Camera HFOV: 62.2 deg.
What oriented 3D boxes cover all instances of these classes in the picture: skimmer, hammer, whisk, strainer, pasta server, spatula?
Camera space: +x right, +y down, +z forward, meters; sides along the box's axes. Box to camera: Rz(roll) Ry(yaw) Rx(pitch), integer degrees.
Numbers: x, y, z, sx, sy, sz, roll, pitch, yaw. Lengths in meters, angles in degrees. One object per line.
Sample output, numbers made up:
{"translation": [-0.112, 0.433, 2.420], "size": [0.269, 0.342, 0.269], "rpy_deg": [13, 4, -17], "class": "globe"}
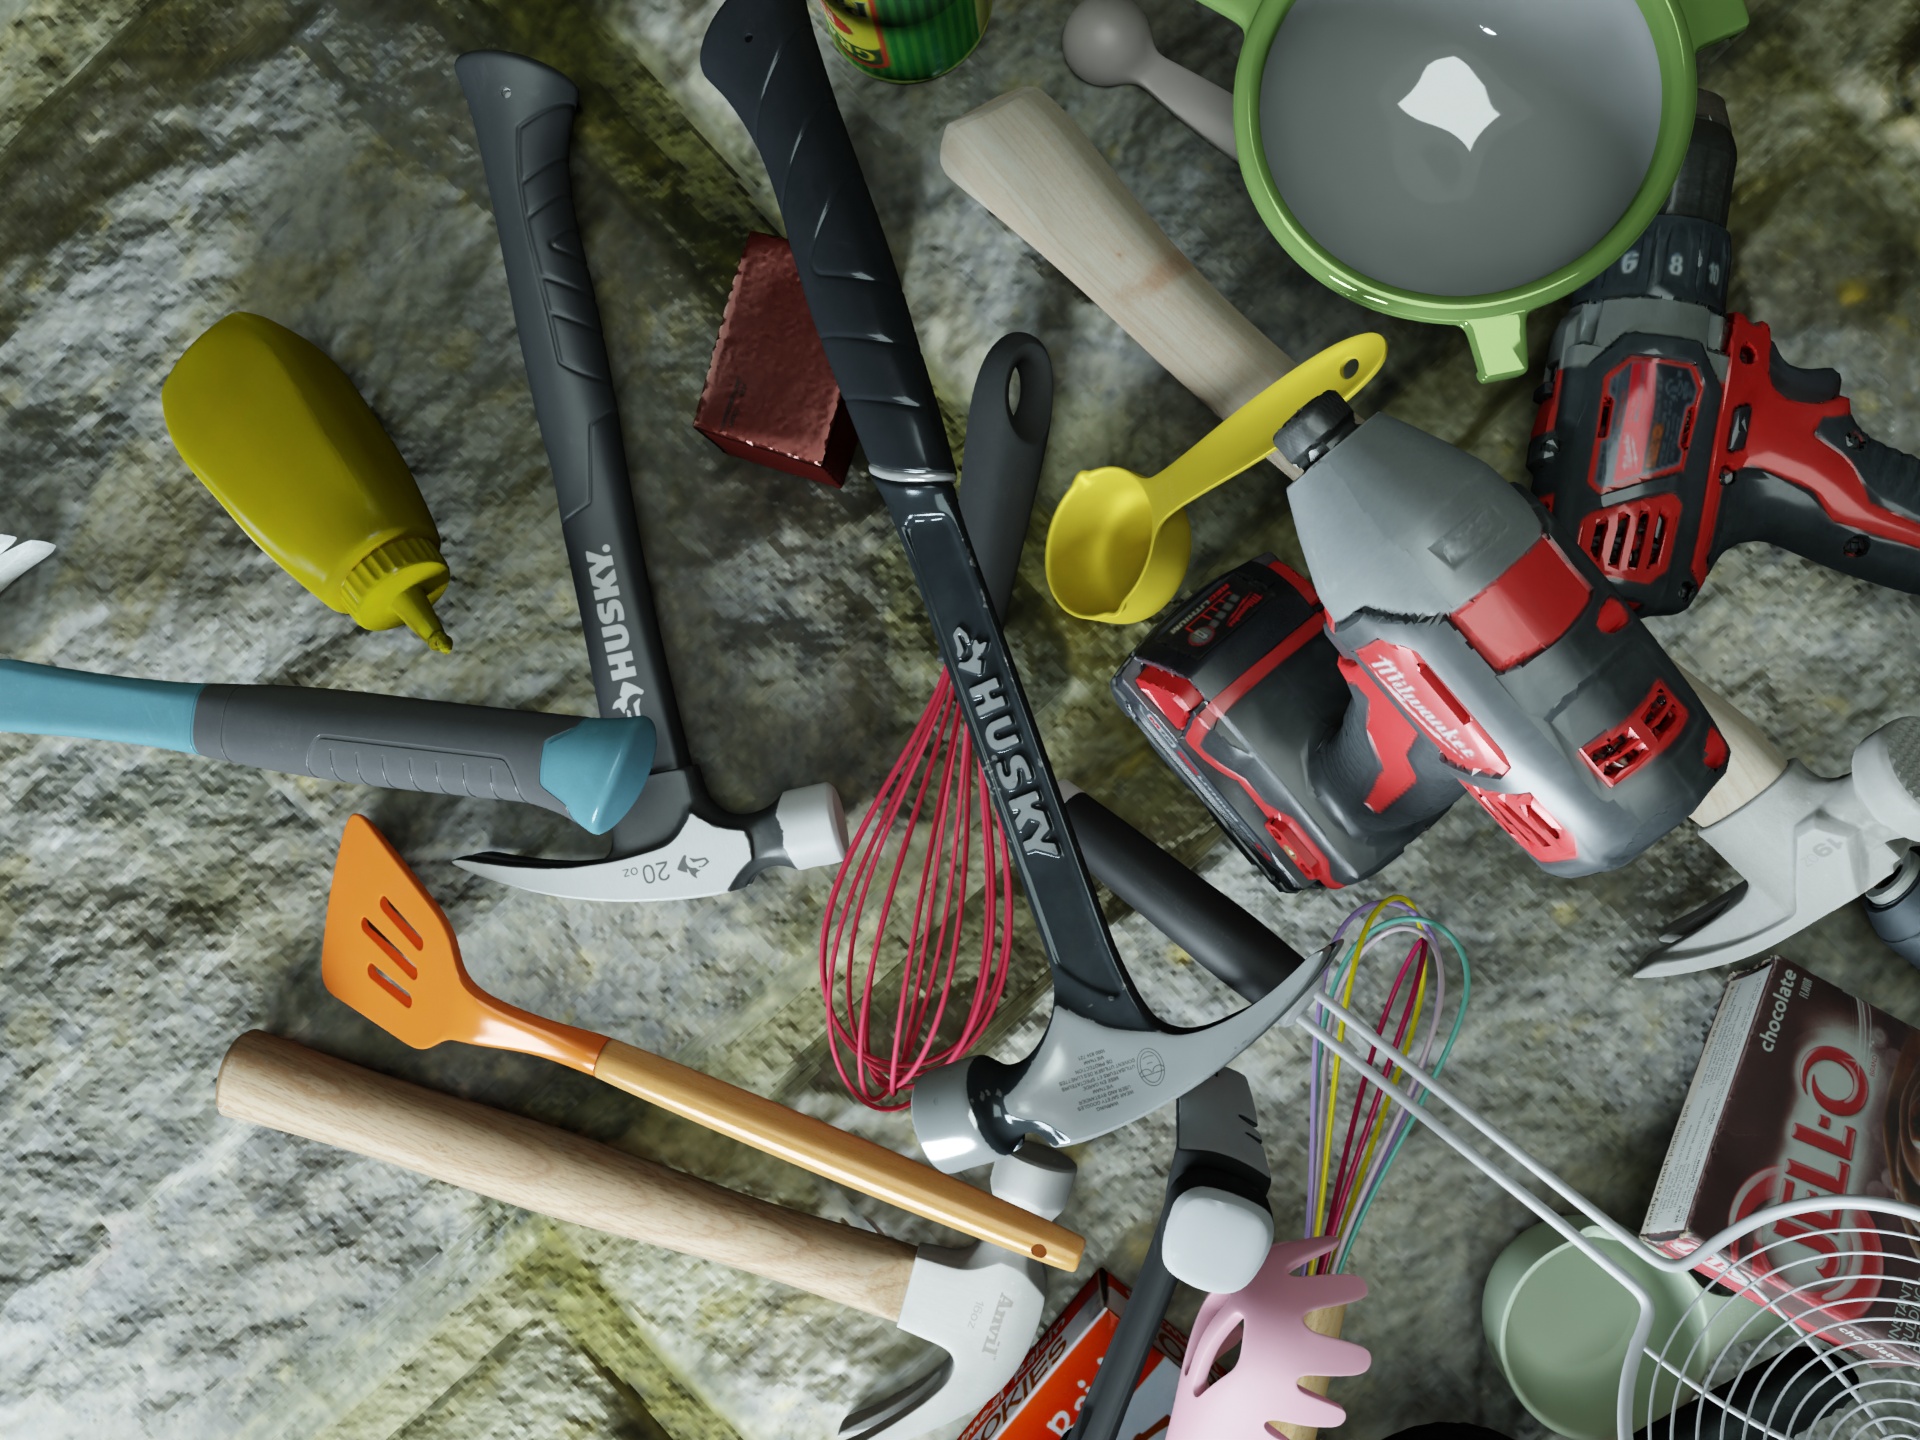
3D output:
{"translation": [0.153, 0.121, 0.502], "size": [0.364, 0.090, 0.127], "rpy_deg": [38, 88, 26], "class": "skimmer"}
{"translation": [-0.130, 0.186, 0.617], "size": [0.331, 0.031, 0.130], "rpy_deg": [16, 91, 4], "class": "hammer"}
{"translation": [-0.272, 0.003, 0.602], "size": [0.331, 0.033, 0.128], "rpy_deg": [6, 90, 13], "class": "hammer"}
{"translation": [0.135, 0.180, 0.565], "size": [0.051, 0.047, 0.245], "rpy_deg": [13, 75, 18], "class": "whisk"}
{"translation": [0.144, -0.078, 0.571], "size": [0.411, 0.146, 0.038], "rpy_deg": [44, 58, 12], "class": "hammer"}
{"translation": [-0.006, -0.066, 0.529], "size": [0.149, 0.036, 0.409], "rpy_deg": [-22, 81, 23], "class": "hammer"}
{"translation": [-0.001, -0.002, 0.592], "size": [0.073, 0.073, 0.296], "rpy_deg": [10, 85, 4], "class": "whisk"}
{"translation": [0.126, -0.235, 0.567], "size": [0.256, 0.069, 0.151], "rpy_deg": [32, 93, 8], "class": "strainer"}
{"translation": [-0.148, -0.093, 0.614], "size": [0.146, 0.035, 0.335], "rpy_deg": [-12, 89, 4], "class": "hammer"}
{"translation": [0.062, 0.311, 0.548], "size": [0.040, 0.060, 0.316], "rpy_deg": [12, 108, -16], "class": "pasta server"}
{"translation": [0.030, 0.276, 0.542], "size": [0.034, 0.127, 0.337], "rpy_deg": [19, 102, 2], "class": "hammer"}
{"translation": [-0.105, 0.128, 0.586], "size": [0.322, 0.041, 0.081], "rpy_deg": [20, 110, 9], "class": "spatula"}

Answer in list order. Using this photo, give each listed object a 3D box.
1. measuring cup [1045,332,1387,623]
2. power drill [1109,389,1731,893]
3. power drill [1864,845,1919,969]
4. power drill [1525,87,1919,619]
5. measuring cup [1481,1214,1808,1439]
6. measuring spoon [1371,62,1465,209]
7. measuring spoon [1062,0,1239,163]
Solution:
{"translation": [0.092, -0.085, 0.559], "size": [0.156, 0.029, 0.062], "rpy_deg": [-33, 58, 39], "class": "measuring cup"}
{"translation": [0.125, -0.016, 0.496], "size": [0.078, 0.219, 0.143], "rpy_deg": [-40, 88, -11], "class": "power drill"}
{"translation": [0.452, 0.045, 0.551], "size": [0.190, 0.080, 0.228], "rpy_deg": [36, 95, 3], "class": "power drill"}
{"translation": [0.322, -0.119, 0.561], "size": [0.227, 0.080, 0.188], "rpy_deg": [9, 91, 7], "class": "power drill"}
{"translation": [0.275, 0.214, 0.587], "size": [0.167, 0.038, 0.083], "rpy_deg": [-8, 91, -3], "class": "measuring cup"}
{"translation": [0.162, -0.248, 0.601], "size": [0.021, 0.011, 0.117], "rpy_deg": [-24, 89, 4], "class": "measuring spoon"}
{"translation": [0.093, -0.236, 0.603], "size": [0.124, 0.018, 0.034], "rpy_deg": [35, 93, 2], "class": "measuring spoon"}
